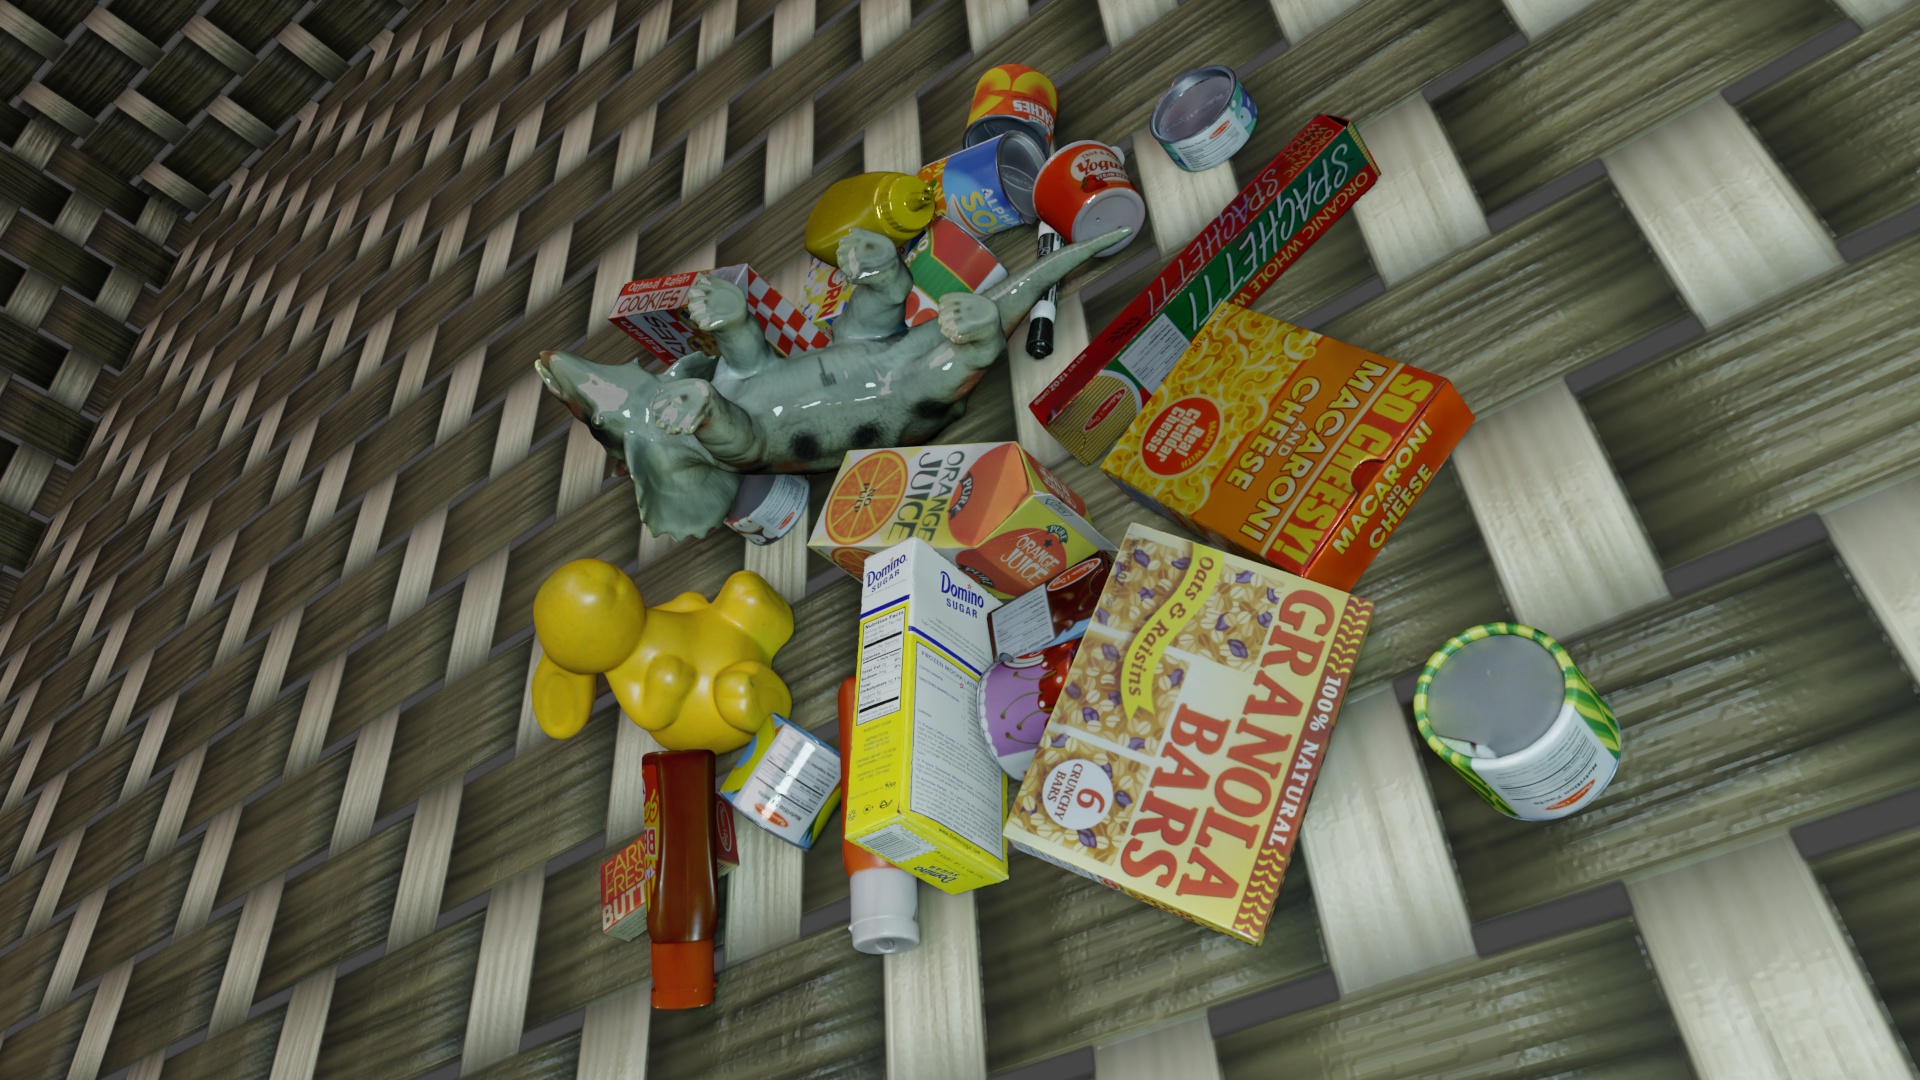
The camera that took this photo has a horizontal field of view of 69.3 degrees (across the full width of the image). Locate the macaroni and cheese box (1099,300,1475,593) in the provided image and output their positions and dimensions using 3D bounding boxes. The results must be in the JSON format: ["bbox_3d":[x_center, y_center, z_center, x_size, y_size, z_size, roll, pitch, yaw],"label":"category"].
[{"bbox_3d":[0.169,-0.052,0.747,0.124,0.040,0.167,-53,39,-2],"label":"macaroni and cheese box"}]

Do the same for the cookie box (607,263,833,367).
[{"bbox_3d":[-0.184,-0.161,1.103,0.167,0.122,0.040,4,63,45],"label":"cookie box"}]

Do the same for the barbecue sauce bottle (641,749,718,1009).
[{"bbox_3d":[-0.167,0.201,0.831,0.064,0.044,0.148,149,119,-69],"label":"barbecue sauce bottle"}]

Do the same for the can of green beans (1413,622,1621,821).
[{"bbox_3d":[0.230,0.075,0.576,0.071,0.057,0.071,-25,46,29],"label":"can of green beans"}]

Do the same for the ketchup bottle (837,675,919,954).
[{"bbox_3d":[-0.045,0.153,0.779,0.043,0.064,0.149,-6,59,3],"label":"ketchup bottle"}]

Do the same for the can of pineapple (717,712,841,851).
[{"bbox_3d":[-0.103,0.144,0.835,0.071,0.071,0.058,24,78,50],"label":"can of pineapple"}]

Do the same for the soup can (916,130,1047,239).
[{"bbox_3d":[0.016,-0.257,1.033,0.083,0.071,0.071,-10,54,40],"label":"soup can"}]

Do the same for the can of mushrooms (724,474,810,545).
[{"bbox_3d":[-0.149,-0.033,1.041,0.071,0.033,0.071,-24,47,29],"label":"can of mushrooms"}]

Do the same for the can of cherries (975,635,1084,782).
[{"bbox_3d":[0.050,0.086,0.731,0.058,0.071,0.072,-21,48,32],"label":"can of cherries"}]

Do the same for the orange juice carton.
[{"bbox_3d":[0.003,-0.011,0.848,0.192,0.071,0.073,1,62,44],"label":"orange juice carton"}]

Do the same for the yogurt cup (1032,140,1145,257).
[{"bbox_3d":[0.089,-0.229,0.943,0.072,0.072,0.054,-40,48,13],"label":"yogurt cup"}]

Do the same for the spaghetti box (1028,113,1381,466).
[{"bbox_3d":[0.146,-0.149,0.836,0.250,0.050,0.029,-45,41,7],"label":"spaghetti box"}]

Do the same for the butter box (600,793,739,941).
[{"bbox_3d":[-0.190,0.211,0.898,0.103,0.024,0.053,-36,42,17],"label":"butter box"}]

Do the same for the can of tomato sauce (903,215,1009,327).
[{"bbox_3d":[-0.017,-0.183,1.004,0.083,0.071,0.071,-50,39,2],"label":"can of tomato sauce"}]

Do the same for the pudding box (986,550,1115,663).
[{"bbox_3d":[0.057,0.048,0.784,0.083,0.030,0.050,-31,42,23],"label":"pudding box"}]

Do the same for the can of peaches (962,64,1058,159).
[{"bbox_3d":[0.041,-0.319,1.055,0.071,0.071,0.058,-15,51,36],"label":"can of peaches"}]

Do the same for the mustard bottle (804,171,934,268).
[{"bbox_3d":[-0.060,-0.239,1.022,0.160,0.049,0.065,4,74,58],"label":"mustard bottle"}]

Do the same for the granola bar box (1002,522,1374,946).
[{"bbox_3d":[0.109,0.088,0.655,0.124,0.039,0.166,19,72,17],"label":"granola bar box"}]

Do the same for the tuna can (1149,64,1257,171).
[{"bbox_3d":[0.164,-0.286,0.938,0.071,0.032,0.071,-25,46,29],"label":"tuna can"}]

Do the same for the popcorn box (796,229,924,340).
[{"bbox_3d":[-0.080,-0.216,1.113,0.085,0.038,0.127,-10,54,38],"label":"popcorn box"}]
